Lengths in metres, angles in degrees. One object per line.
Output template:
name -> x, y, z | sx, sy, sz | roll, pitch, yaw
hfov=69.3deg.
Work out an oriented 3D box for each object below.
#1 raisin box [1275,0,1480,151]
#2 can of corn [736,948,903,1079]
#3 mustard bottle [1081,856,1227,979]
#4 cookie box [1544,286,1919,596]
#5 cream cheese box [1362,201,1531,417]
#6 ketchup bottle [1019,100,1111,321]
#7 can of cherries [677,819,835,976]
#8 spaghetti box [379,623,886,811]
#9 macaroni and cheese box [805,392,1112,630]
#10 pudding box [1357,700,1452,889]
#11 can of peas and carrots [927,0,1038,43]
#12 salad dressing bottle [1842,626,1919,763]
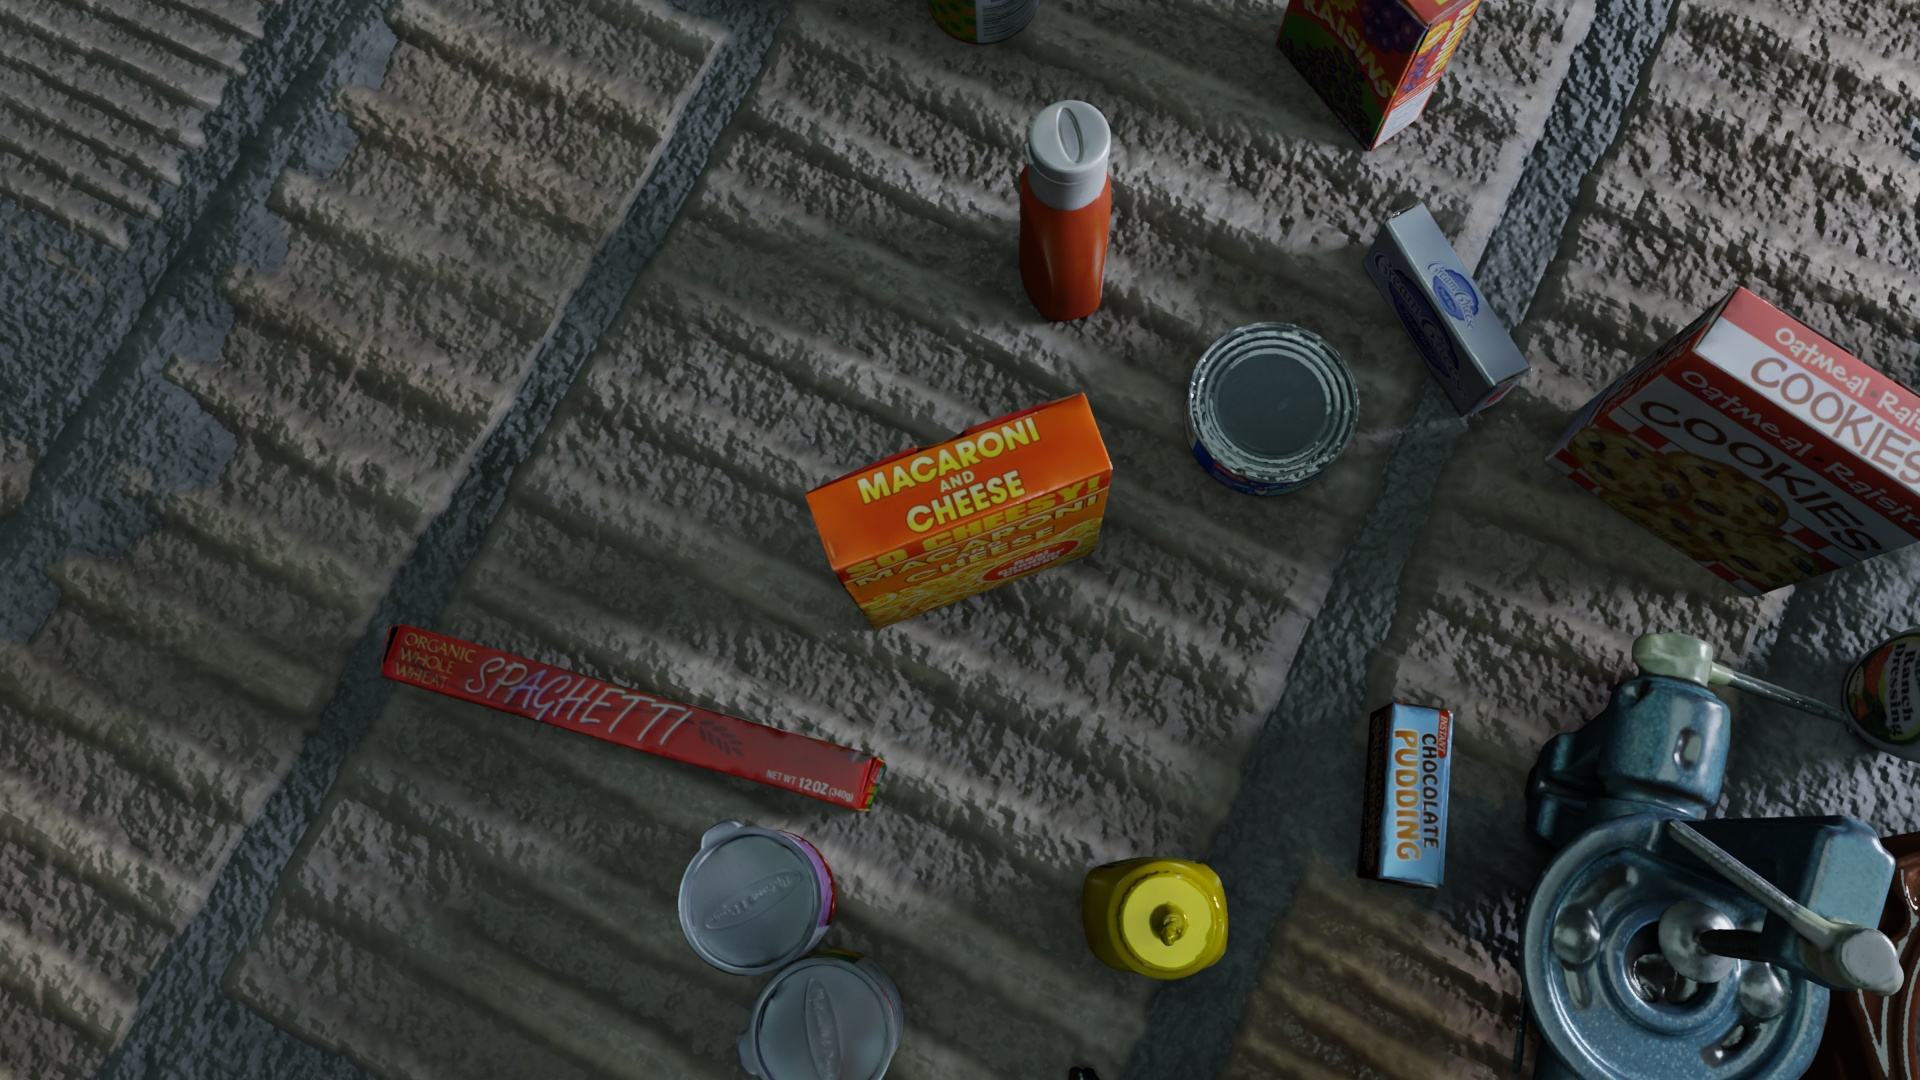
raisin box -> 0.211, -0.269, 0.714 | 0.040, 0.123, 0.086 | -33, 78, -5
can of corn -> -0.063, 0.226, 0.645 | 0.071, 0.058, 0.071 | -1, 77, 3
mustard bottle -> 0.087, 0.162, 0.601 | 0.065, 0.160, 0.049 | -4, 77, 2
cookie box -> 0.358, -0.039, 0.632 | 0.123, 0.167, 0.040 | 36, 82, 10
cream cheese box -> 0.247, -0.117, 0.713 | 0.024, 0.053, 0.104 | -27, 77, -3
ketchup bottle -> 0.051, -0.162, 0.684 | 0.043, 0.148, 0.065 | -13, 77, 0
can of cherries -> -0.095, 0.167, 0.660 | 0.071, 0.058, 0.071 | -1, 77, 3
spaghetti box -> -0.161, 0.088, 0.686 | 0.250, 0.050, 0.029 | 14, 79, 6
macaroni and cheese box -> 0.002, -0.008, 0.641 | 0.124, 0.166, 0.040 | -20, 77, -2
pudding box -> 0.212, 0.122, 0.661 | 0.030, 0.049, 0.084 | 8, 78, 4
can of peas and carrots -> 0.010, -0.321, 0.769 | 0.071, 0.058, 0.071 | -1, 77, 3
salad dressing bottle -> 0.453, 0.065, 0.613 | 0.044, 0.147, 0.064 | 11, 78, 5
